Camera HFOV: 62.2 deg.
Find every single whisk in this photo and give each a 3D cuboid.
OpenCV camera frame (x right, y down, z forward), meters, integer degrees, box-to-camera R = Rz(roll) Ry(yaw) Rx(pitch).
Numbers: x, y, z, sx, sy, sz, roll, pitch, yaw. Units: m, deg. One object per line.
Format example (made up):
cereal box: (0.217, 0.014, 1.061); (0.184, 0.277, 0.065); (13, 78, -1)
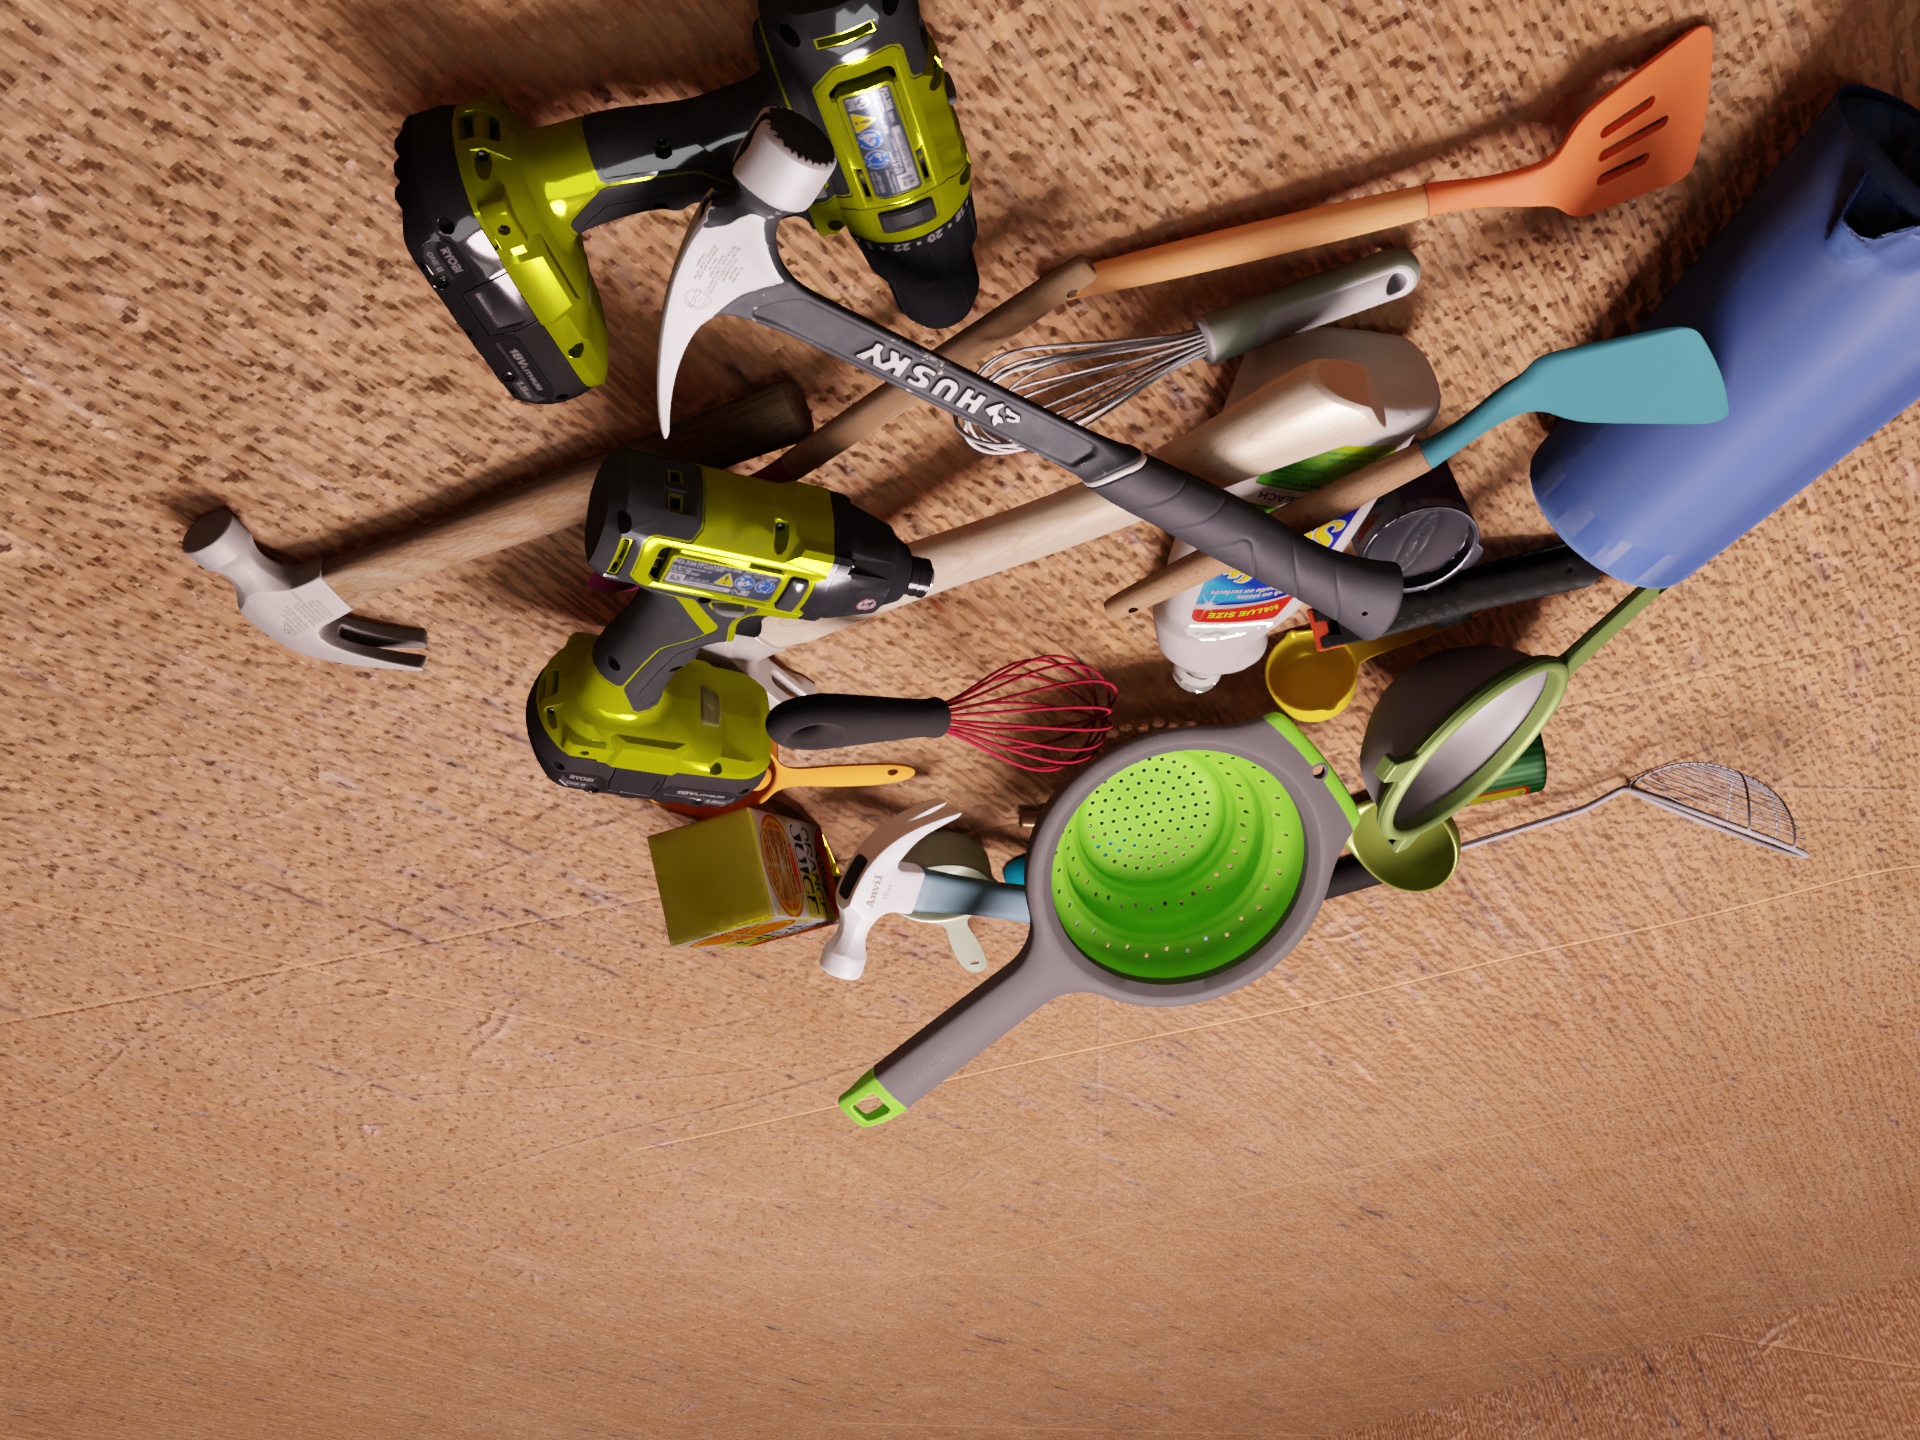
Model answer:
whisk: (0.113, -0.183, 0.778); (0.246, 0.059, 0.057); (-21, 138, -5)
whisk: (-0.001, -0.003, 0.918); (0.295, 0.073, 0.073); (-2, 149, -50)

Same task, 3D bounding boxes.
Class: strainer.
strainer: (0.339, -0.035, 0.994); (0.256, 0.069, 0.151); (-41, 151, -2)

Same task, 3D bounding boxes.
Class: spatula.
spatula: (0.212, -0.114, 0.799); (0.317, 0.044, 0.082); (-26, 146, 24)
spatula: (0.195, -0.247, 0.760); (0.322, 0.041, 0.080); (-11, 142, 10)

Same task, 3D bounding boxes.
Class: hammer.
hammer: (0.061, 0.134, 1.136); (0.330, 0.033, 0.128); (12, 101, -33)
hammer: (0.028, -0.092, 0.854); (0.410, 0.038, 0.146); (-17, 143, 28)
hammer: (-0.233, -0.108, 0.848); (0.331, 0.031, 0.129); (-18, 140, 12)
hammer: (0.052, -0.120, 0.736); (0.408, 0.036, 0.149); (22, 132, -27)

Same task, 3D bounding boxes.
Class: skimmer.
skimmer: (0.424, 0.110, 1.183); (0.363, 0.090, 0.127); (-19, 171, 17)

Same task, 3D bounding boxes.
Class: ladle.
ladle: (0.202, 0.082, 1.140); (0.320, 0.062, 0.078); (2, 123, -8)

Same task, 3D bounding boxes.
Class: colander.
colander: (0.074, 0.132, 1.079); (0.397, 0.095, 0.204); (-38, 113, 8)

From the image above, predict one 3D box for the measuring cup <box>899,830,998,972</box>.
measuring cup: (-0.005, 0.137, 1.185); (0.083, 0.038, 0.167); (-13, 143, 6)

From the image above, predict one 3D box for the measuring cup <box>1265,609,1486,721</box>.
measuring cup: (0.268, -0.046, 1.005); (0.156, 0.062, 0.029); (-23, 152, 2)

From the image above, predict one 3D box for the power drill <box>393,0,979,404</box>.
power drill: (-0.106, -0.221, 0.696); (0.228, 0.080, 0.190); (-16, 149, 6)

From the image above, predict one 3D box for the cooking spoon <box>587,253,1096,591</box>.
cooking spoon: (-0.067, -0.141, 0.802); (0.319, 0.017, 0.068); (-30, 167, 24)

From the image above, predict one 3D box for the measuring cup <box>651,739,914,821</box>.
measuring cup: (-0.117, 0.016, 1.006); (0.173, 0.052, 0.095); (0, 140, -13)

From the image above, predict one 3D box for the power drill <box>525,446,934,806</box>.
power drill: (-0.129, -0.042, 0.835); (0.171, 0.080, 0.223); (10, 145, -25)

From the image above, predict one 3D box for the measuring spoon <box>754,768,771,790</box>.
measuring spoon: (-0.163, 0.020, 0.950); (0.116, 0.011, 0.021); (24, 131, -33)

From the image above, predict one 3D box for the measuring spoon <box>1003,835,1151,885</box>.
measuring spoon: (0.093, 0.105, 1.173); (0.128, 0.021, 0.042); (-20, 140, 15)
